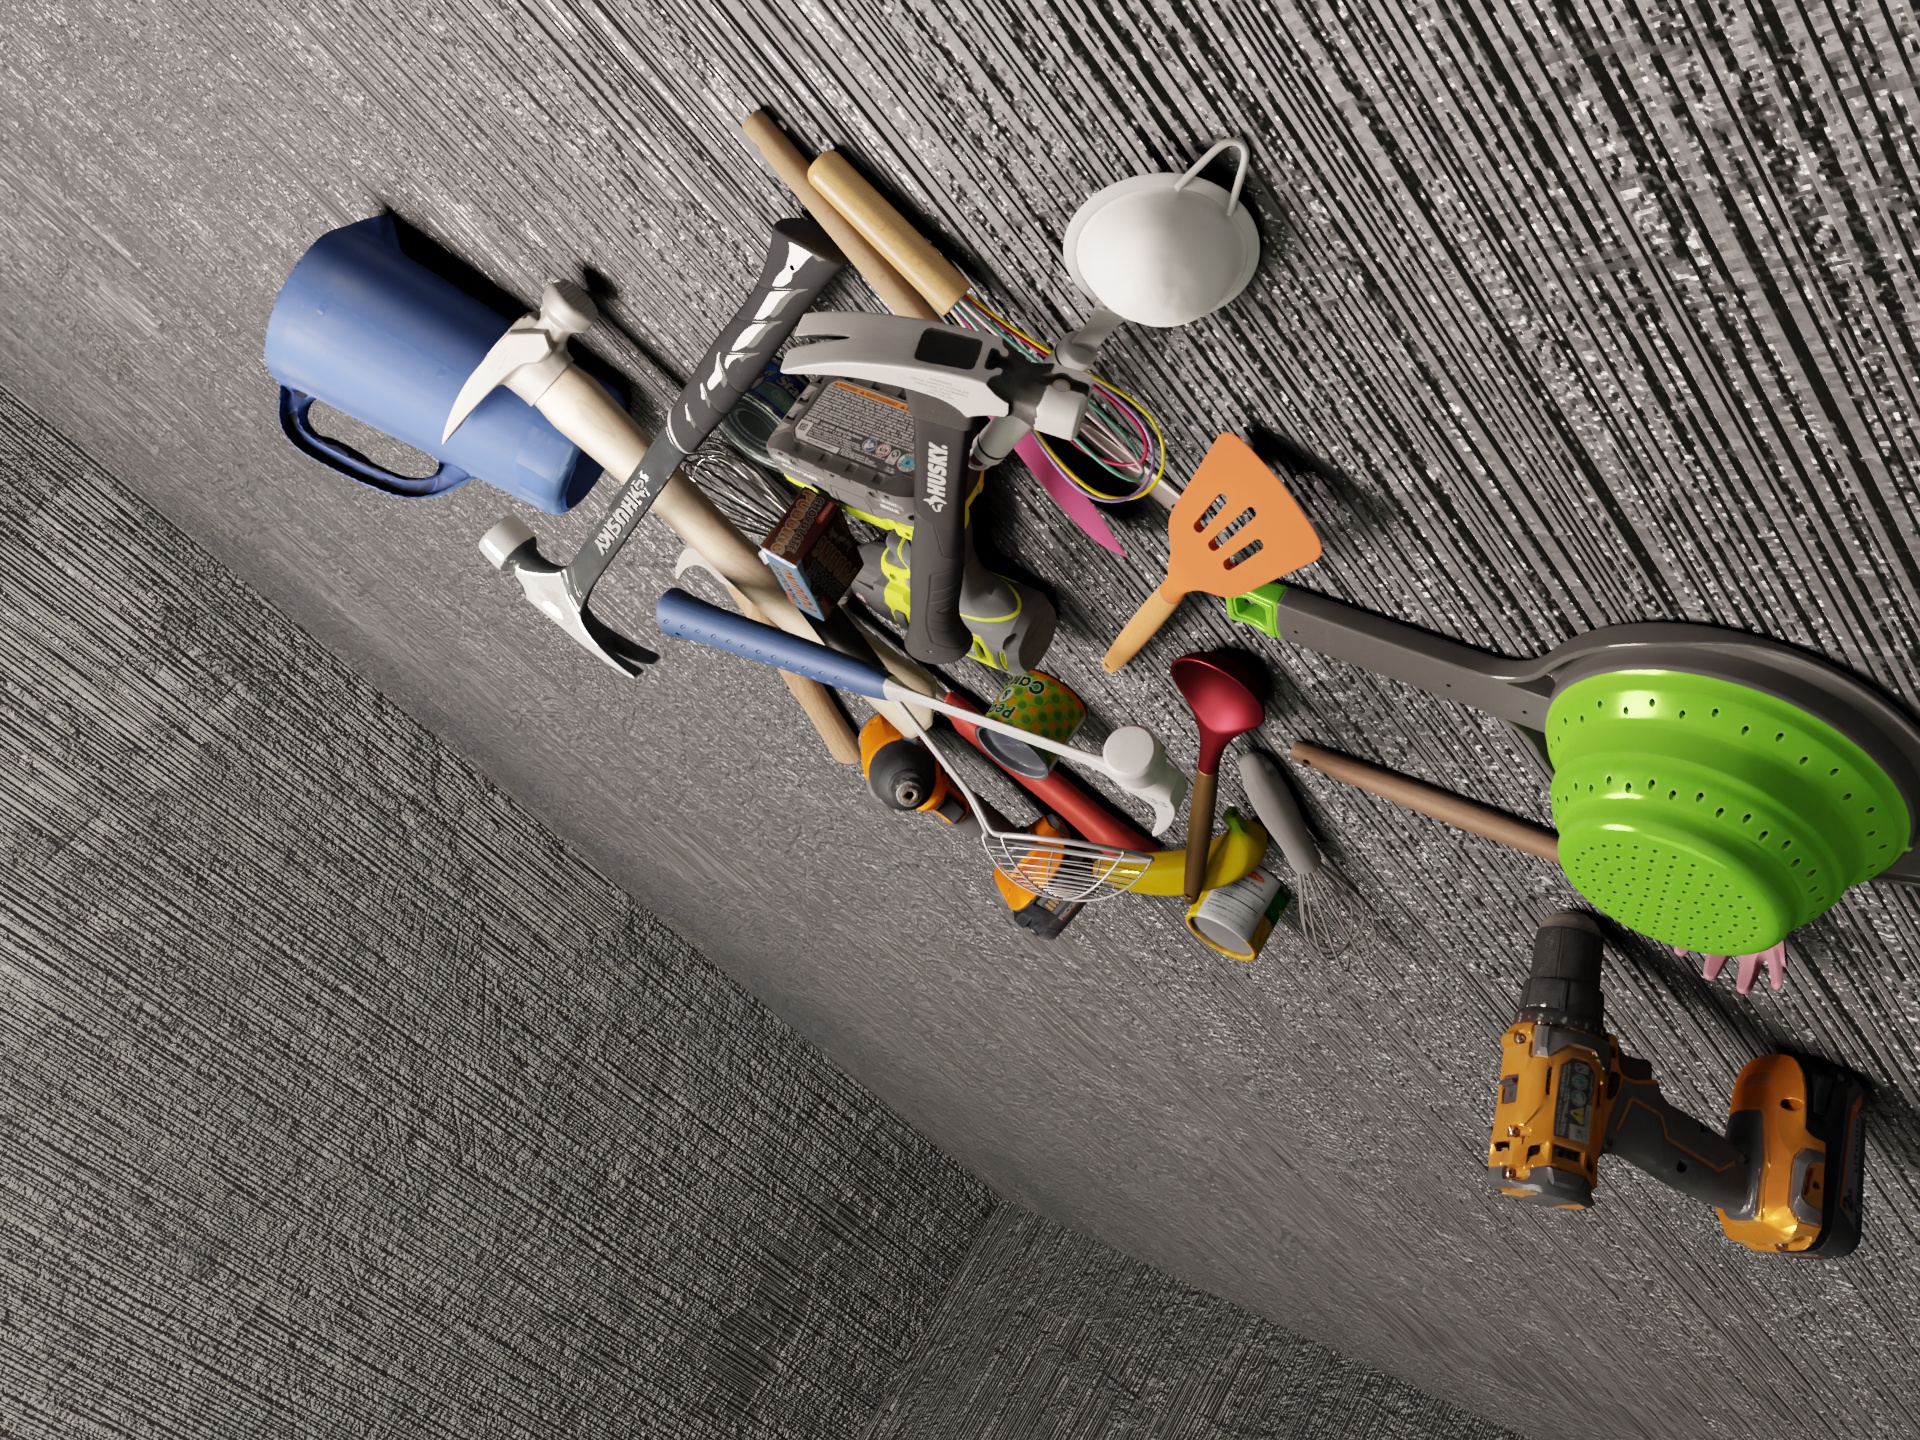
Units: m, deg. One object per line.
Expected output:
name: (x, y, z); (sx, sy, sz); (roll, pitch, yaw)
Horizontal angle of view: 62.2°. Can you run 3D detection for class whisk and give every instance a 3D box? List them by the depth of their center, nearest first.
whisk: (0.017, -0.209, 0.839); (0.245, 0.051, 0.047); (43, 137, -10)
whisk: (0.251, 0.105, 1.160); (0.055, 0.055, 0.238); (12, 147, 45)
whisk: (-0.110, -0.133, 1.193); (0.246, 0.058, 0.059); (32, -166, -2)

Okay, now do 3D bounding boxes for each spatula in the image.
spatula: (0.129, -0.076, 0.952); (0.081, 0.041, 0.322); (53, 168, 5)

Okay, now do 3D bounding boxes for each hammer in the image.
hammer: (-0.017, -0.112, 0.885); (0.146, 0.035, 0.334); (17, 159, 4)
hammer: (-0.181, -0.168, 1.008); (0.149, 0.036, 0.409); (47, 135, -3)
hammer: (-0.034, -0.015, 1.062); (0.406, 0.035, 0.144); (20, 168, 27)
hammer: (-0.179, -0.123, 1.156); (0.410, 0.146, 0.038); (43, -157, -18)
hammer: (0.026, 0.011, 1.307); (0.359, 0.037, 0.149); (39, 159, -9)
hammer: (-0.158, -0.058, 1.439); (0.130, 0.031, 0.331); (22, 156, 30)

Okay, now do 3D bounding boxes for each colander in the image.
colander: (0.301, 0.023, 0.829); (0.397, 0.094, 0.204); (23, 157, 28)

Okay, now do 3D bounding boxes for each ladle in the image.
ladle: (0.173, 0.048, 1.120); (0.069, 0.031, 0.315); (29, 151, 22)

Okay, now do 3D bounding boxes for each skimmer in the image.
skimmer: (-0.002, -0.004, 1.159); (0.363, 0.090, 0.127); (51, 162, -10)

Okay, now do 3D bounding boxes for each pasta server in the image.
pasta server: (0.342, 0.077, 0.970); (0.316, 0.040, 0.060); (23, 145, 30)

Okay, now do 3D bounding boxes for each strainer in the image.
strainer: (0.060, -0.178, 0.758); (0.086, 0.050, 0.258); (18, 154, -18)

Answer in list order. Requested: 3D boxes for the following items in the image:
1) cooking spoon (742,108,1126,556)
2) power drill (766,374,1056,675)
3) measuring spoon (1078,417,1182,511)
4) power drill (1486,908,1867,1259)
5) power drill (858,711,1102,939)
cooking spoon: (-0.008, -0.206, 0.883); (0.318, 0.017, 0.069); (47, -175, -22)
power drill: (-0.037, -0.126, 1.046); (0.171, 0.080, 0.223); (24, 160, 25)
measuring spoon: (0.084, -0.145, 0.896); (0.124, 0.018, 0.034); (36, 159, -8)
power drill: (0.452, 0.233, 1.014); (0.226, 0.185, 0.084); (16, 160, -6)
power drill: (0.011, 0.088, 1.359); (0.226, 0.084, 0.164); (38, -173, -14)
